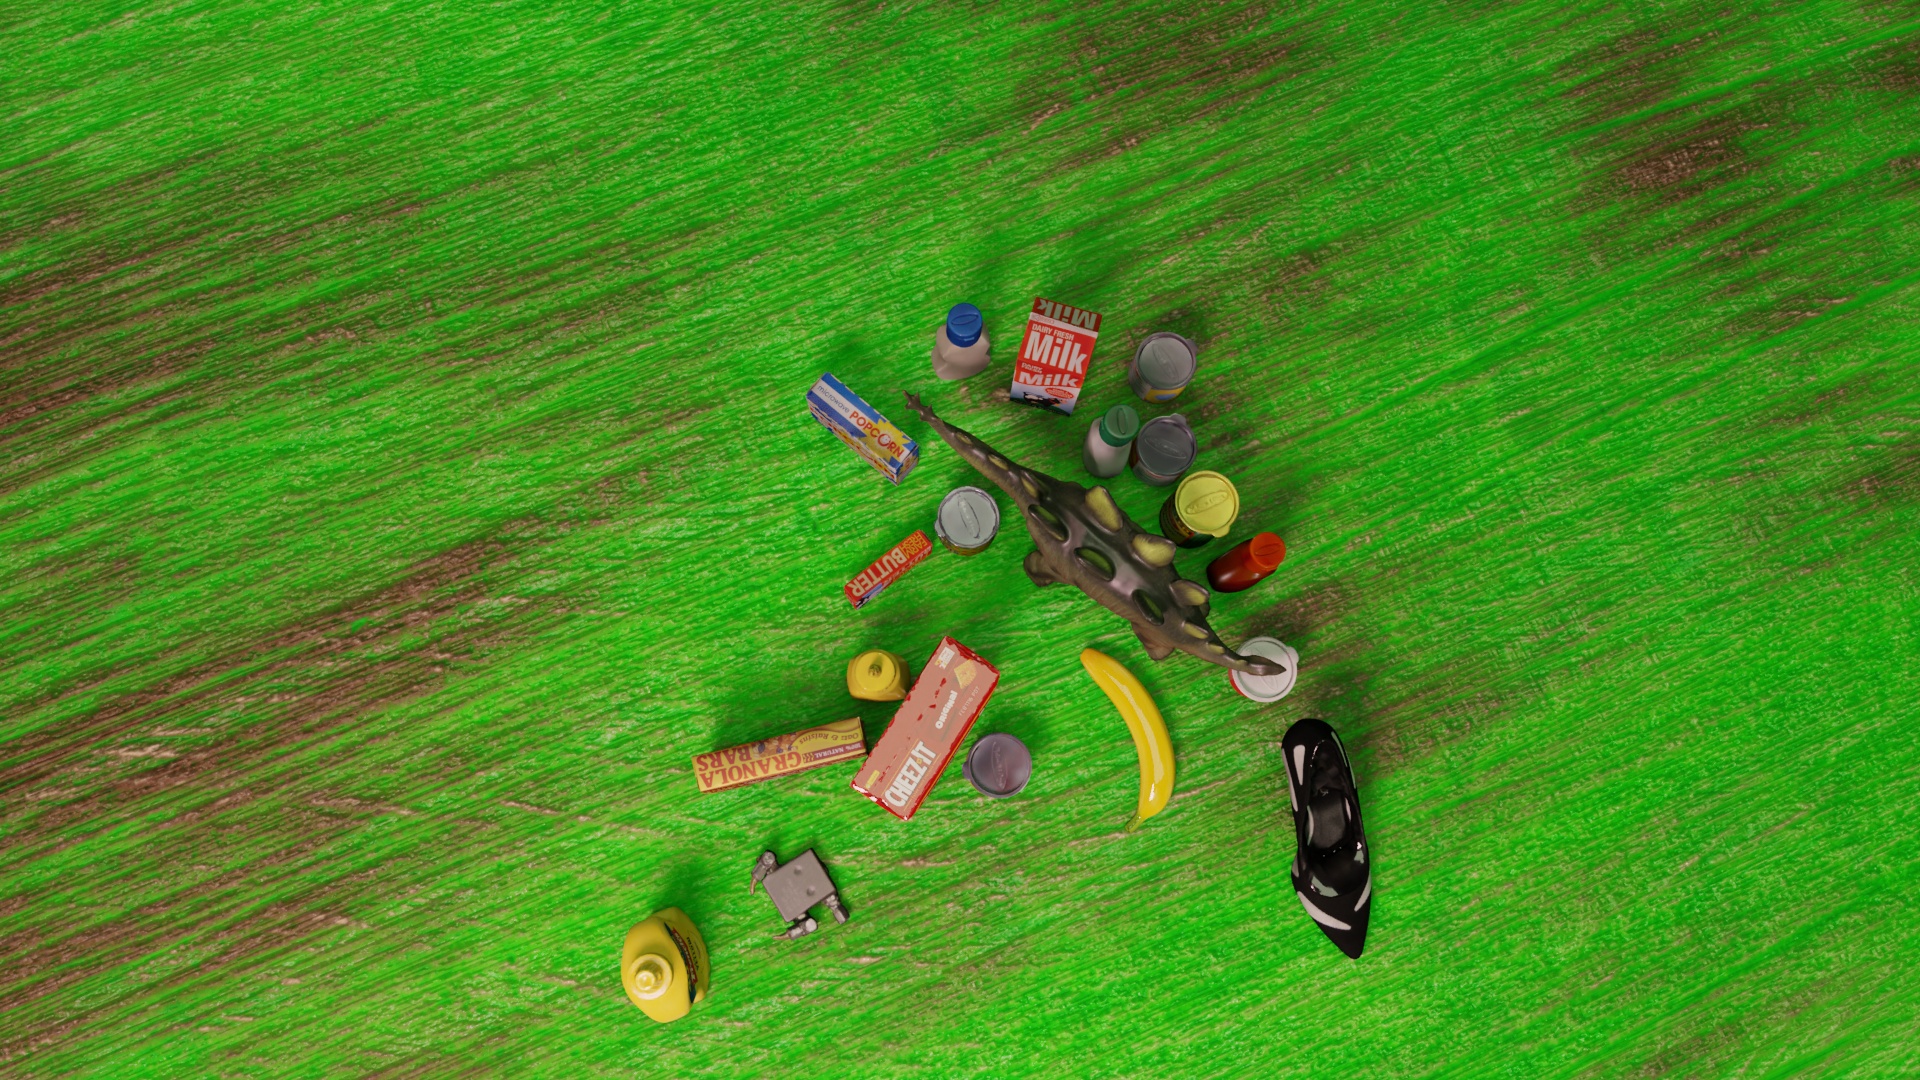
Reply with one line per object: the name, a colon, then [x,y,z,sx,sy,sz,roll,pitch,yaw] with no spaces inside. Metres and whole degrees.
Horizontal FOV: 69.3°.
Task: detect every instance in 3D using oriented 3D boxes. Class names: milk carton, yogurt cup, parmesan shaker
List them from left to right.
milk carton: [0.099,-0.195,1.444,0.072,0.190,0.073,16,80,1]
parmesan shaker: [0.251,-0.028,1.463,0.071,0.103,0.071,0,80,-2]
yogurt cup: [0.314,0.137,1.460,0.072,0.054,0.072,0,80,-2]

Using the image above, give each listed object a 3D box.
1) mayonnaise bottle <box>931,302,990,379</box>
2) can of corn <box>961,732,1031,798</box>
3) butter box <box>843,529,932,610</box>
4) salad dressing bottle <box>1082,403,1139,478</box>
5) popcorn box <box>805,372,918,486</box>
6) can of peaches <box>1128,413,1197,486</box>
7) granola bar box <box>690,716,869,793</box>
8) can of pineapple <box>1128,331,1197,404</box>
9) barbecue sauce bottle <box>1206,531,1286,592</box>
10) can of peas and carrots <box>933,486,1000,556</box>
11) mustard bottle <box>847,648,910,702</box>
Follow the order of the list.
mayonnaise bottle: [0.002,-0.210,1.465,0.065,0.148,0.041,-15,81,-5]
can of corn: [0.036,0.232,1.429,0.071,0.058,0.071,0,80,-2]
butter box: [-0.076,0.031,1.465,0.103,0.053,0.024,-37,83,-8]
salad dressing bottle: [0.158,-0.106,1.452,0.044,0.147,0.064,-4,80,-3]
popcorn box: [-0.104,-0.118,1.476,0.127,0.085,0.038,39,81,5]
can of peaches: [0.219,-0.097,1.498,0.071,0.058,0.071,0,80,-2]
granola bar box: [-0.175,0.216,1.391,0.166,0.124,0.039,-13,81,-4]
can of pineapple: [0.221,-0.188,1.515,0.071,0.057,0.071,0,80,-2]
barbecue sauce bottle: [0.299,0.022,1.433,0.065,0.148,0.044,-16,81,-5]
can of peas and carrots: [0.005,-0.018,1.475,0.071,0.058,0.071,0,80,-2]
mustard bottle: [-0.083,0.135,1.391,0.065,0.160,0.049,-2,80,-2]
